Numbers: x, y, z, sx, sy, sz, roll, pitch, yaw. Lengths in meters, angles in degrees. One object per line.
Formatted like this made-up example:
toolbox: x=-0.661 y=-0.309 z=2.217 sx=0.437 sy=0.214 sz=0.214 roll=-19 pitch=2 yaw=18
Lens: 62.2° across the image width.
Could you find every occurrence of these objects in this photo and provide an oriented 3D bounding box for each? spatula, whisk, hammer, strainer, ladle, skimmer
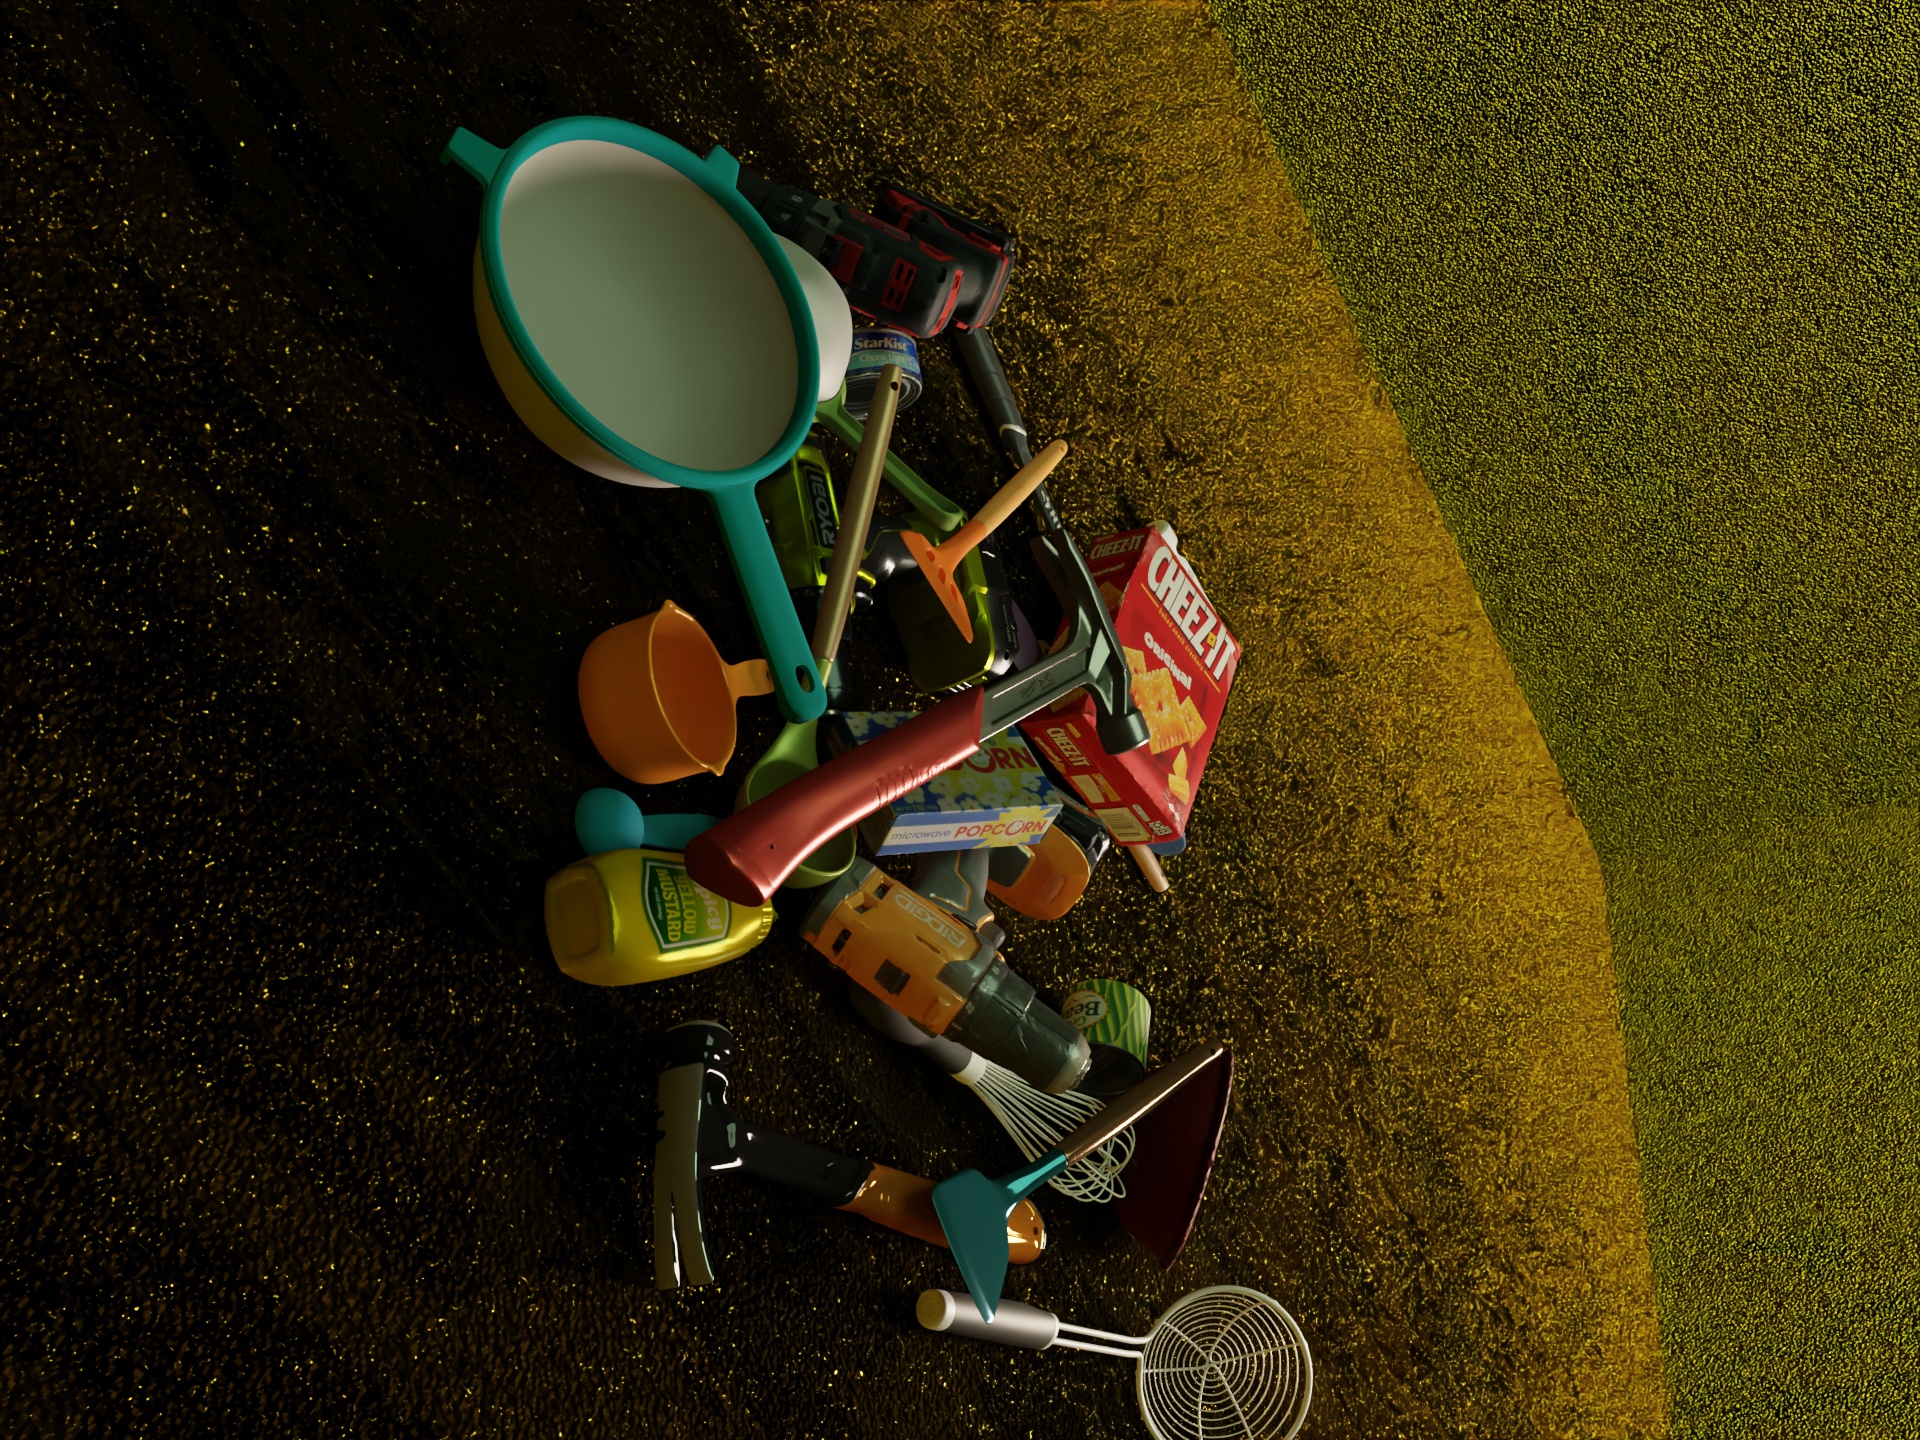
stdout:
spatula: x=0.086 y=0.267 z=1.008 sx=0.317 sy=0.044 sz=0.082 roll=-21 pitch=86 yaw=-46
whisk: x=0.022 y=0.235 z=1.023 sx=0.284 sy=0.070 sz=0.070 roll=43 pitch=38 yaw=-33
spatula: x=0.099 y=0.019 z=1.326 sx=0.315 sy=0.018 sz=0.060 roll=59 pitch=30 yaw=-20
hammer: x=0.204 y=-0.024 z=1.500 sx=0.144 sy=0.035 sz=0.406 roll=54 pitch=29 yaw=-30
hammer: x=0.057 y=-0.234 z=1.387 sx=0.409 sy=0.036 sz=0.149 roll=66 pitch=27 yaw=-10
strainer: x=-0.082 y=-0.225 z=0.987 sx=0.256 sy=0.069 sz=0.151 roll=43 pitch=30 yaw=5
spatula: x=0.027 y=-0.143 z=1.101 sx=0.081 sy=0.041 sz=0.323 roll=57 pitch=33 yaw=-13
ladle: x=-0.067 y=-0.061 z=0.921 sx=0.078 sy=0.062 sz=0.320 roll=22 pitch=76 yaw=-39
skimmer: x=0.109 y=0.412 z=1.025 sx=0.362 sy=0.090 sz=0.127 roll=33 pitch=77 yaw=-46
hammer: x=-0.018 y=0.003 z=0.901 sx=0.359 sy=0.037 sz=0.149 roll=-28 pitch=96 yaw=-46
strainer: x=-0.163 y=-0.151 z=0.867 sx=0.211 sy=0.095 sz=0.340 roll=-20 pitch=89 yaw=-49
hammer: x=-0.048 y=0.272 z=0.891 sx=0.336 sy=0.034 sz=0.127 roll=36 pitch=43 yaw=-48

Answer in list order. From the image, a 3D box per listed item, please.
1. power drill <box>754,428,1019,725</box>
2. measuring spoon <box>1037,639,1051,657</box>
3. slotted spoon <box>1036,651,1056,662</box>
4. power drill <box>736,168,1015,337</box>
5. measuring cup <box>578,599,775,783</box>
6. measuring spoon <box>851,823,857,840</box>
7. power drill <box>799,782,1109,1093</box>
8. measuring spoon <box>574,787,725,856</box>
power drill: x=-0.057 y=-0.082 z=1.049 sx=0.228 sy=0.080 sz=0.191 roll=10 pitch=63 yaw=-56
measuring spoon: x=0.096 y=-0.018 z=1.353 sx=0.124 sy=0.018 sz=0.034 roll=53 pitch=37 yaw=-17
slotted spoon: x=-0.002 y=-0.004 z=1.119 sx=0.314 sy=0.070 sz=0.031 roll=-23 pitch=85 yaw=-58
power drill: x=-0.067 y=-0.338 z=1.134 sx=0.188 sy=0.080 sz=0.227 roll=27 pitch=21 yaw=7
measuring cup: x=-0.150 y=-0.014 z=0.873 sx=0.173 sy=0.052 sz=0.095 roll=-20 pitch=93 yaw=-75
measuring spoon: x=-0.068 y=0.037 z=1.028 sx=0.021 sy=0.011 sz=0.117 roll=50 pitch=31 yaw=-30
power drill: x=0.023 y=0.121 z=0.992 sx=0.185 sy=0.084 sz=0.226 roll=35 pitch=31 yaw=5
measuring spoon: x=-0.153 y=0.056 z=0.847 sx=0.128 sy=0.021 sz=0.042 roll=10 pitch=65 yaw=-59
